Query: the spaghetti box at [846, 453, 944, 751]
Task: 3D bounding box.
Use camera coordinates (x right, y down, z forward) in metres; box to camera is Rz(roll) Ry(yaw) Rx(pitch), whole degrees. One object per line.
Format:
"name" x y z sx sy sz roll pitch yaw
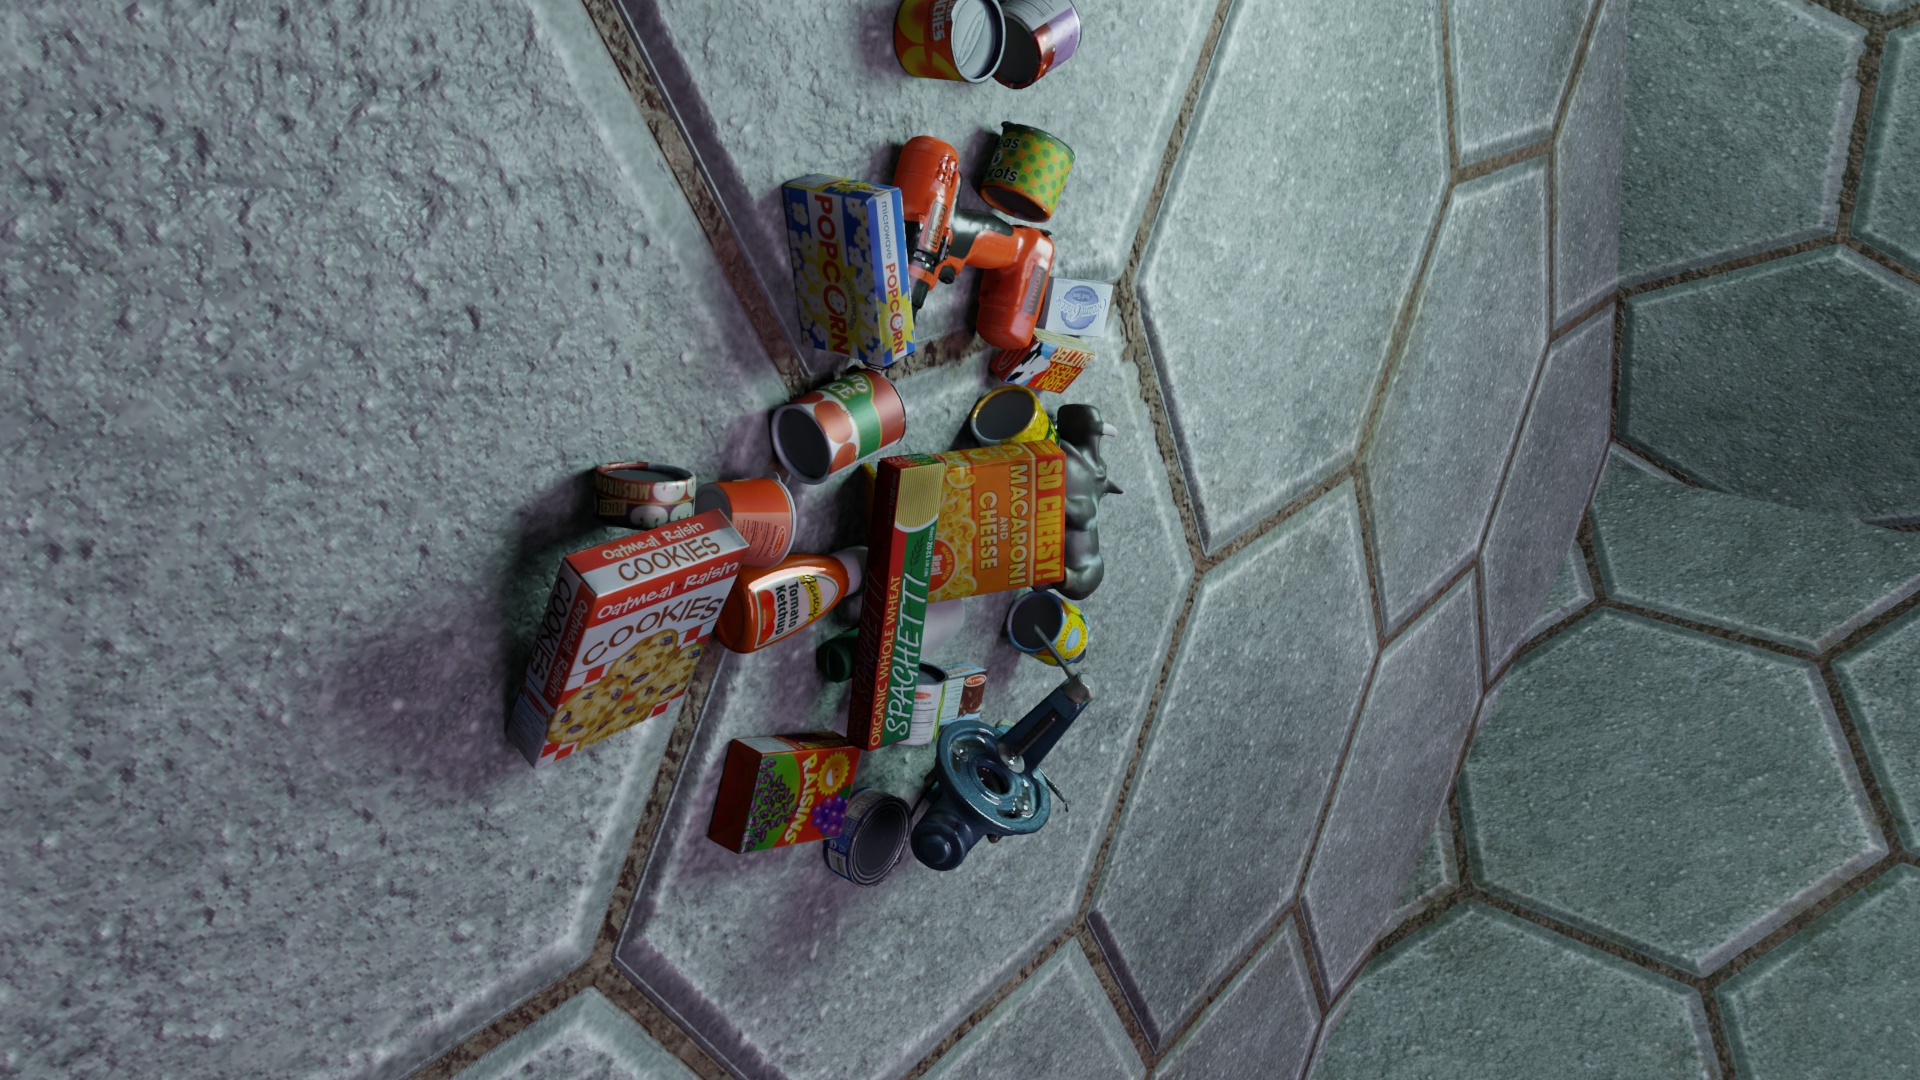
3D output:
"spaghetti box" -0.054 0.053 1.127 0.050 0.029 0.249 -11 115 -44

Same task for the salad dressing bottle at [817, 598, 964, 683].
"salad dressing bottle" -0.059 0.081 1.198 0.148 0.044 0.064 -23 124 -46

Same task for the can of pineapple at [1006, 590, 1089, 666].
"can of pineapple" 0.088 0.088 1.381 0.058 0.071 0.071 31 79 -54

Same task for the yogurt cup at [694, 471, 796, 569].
"yogurt cup" -0.160 -0.014 1.000 0.054 0.072 0.072 2 103 -46

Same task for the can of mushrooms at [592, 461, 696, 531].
"can of mushrooms" -0.210 -0.030 0.918 0.071 0.071 0.033 -12 114 -52

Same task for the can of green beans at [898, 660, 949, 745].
"can of green beans" -0.047 0.141 1.218 0.071 0.071 0.057 -6 111 -53

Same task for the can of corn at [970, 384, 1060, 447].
"can of corn" 0.051 -0.099 1.249 0.071 0.071 0.058 -59 143 -18

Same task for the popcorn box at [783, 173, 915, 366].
"popcorn box" -0.080 -0.197 1.009 0.038 0.085 0.126 -34 131 -41

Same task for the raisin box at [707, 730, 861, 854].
"raisin box" -0.142 0.205 1.140 0.123 0.040 0.086 6 99 -54

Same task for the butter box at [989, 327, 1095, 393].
"butter box" 0.076 -0.165 1.274 0.053 0.024 0.103 -48 153 25

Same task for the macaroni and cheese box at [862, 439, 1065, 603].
"macaroni and cheese box" 0.004 -0.015 1.175 0.167 0.040 0.123 -9 116 -17

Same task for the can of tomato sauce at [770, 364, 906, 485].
"can of tomato sauce" -0.093 -0.089 1.056 0.083 0.071 0.071 -32 129 -42

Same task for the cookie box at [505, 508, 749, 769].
"cookie box" -0.220 0.063 0.910 0.123 0.040 0.166 -22 149 -48

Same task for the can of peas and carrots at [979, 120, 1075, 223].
"can of peas and carrots" 0.054 -0.308 1.164 0.071 0.071 0.059 28 82 -55

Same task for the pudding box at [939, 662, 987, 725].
"pudding box" -0.012 0.145 1.301 0.084 0.030 0.049 -3 106 -54

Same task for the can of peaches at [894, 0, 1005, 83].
"can of peaches" -0.009 -0.383 1.050 0.071 0.058 0.071 -27 126 -45

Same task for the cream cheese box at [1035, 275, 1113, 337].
"cream cheese box" 0.103 -0.220 1.306 0.104 0.024 0.053 -8 112 -52

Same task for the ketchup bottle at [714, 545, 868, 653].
"ketchup bottle" -0.126 0.038 1.086 0.149 0.043 0.064 -21 121 -49

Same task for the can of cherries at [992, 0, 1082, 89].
"can of cherries" 0.055 -0.405 1.122 0.059 0.071 0.071 -45 137 -33
